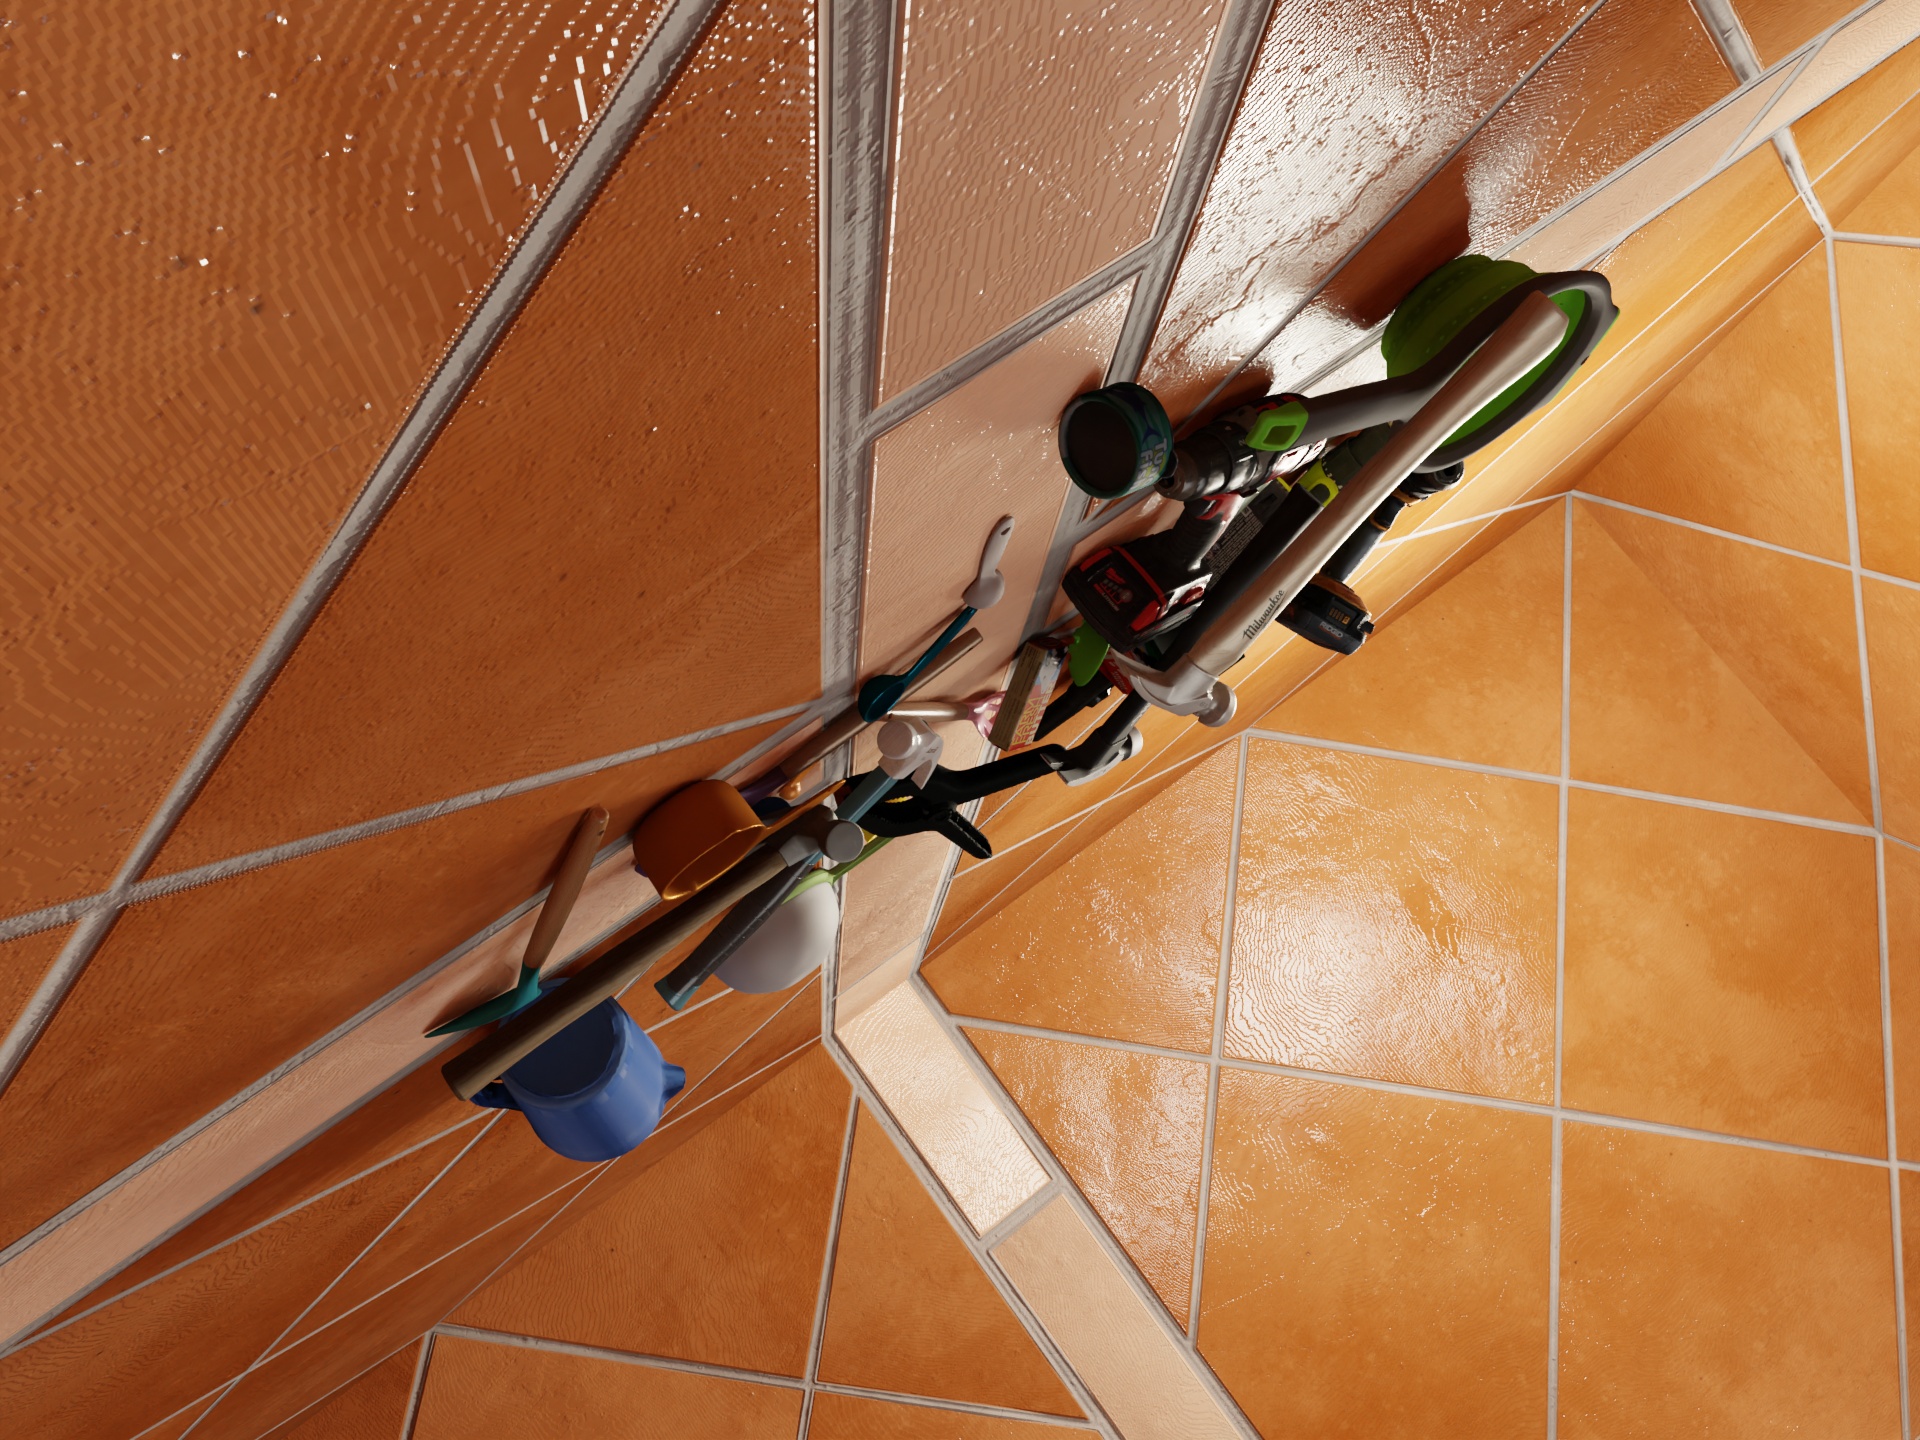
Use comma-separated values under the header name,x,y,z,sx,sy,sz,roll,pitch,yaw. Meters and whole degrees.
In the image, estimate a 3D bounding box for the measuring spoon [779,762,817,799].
name,x,y,z,sx,sy,sz,roll,pitch,yaw
measuring spoon,-0.108,0.029,1.258,0.117,0.011,0.021,-46,166,33

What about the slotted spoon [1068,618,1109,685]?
name,x,y,z,sx,sy,sz,roll,pitch,yaw
slotted spoon,0.113,-0.059,1.461,0.313,0.031,0.070,44,65,-87

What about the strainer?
name,x,y,z,sx,sy,sz,roll,pitch,yaw
strainer,-0.121,0.177,1.474,0.256,0.069,0.151,-36,168,-5

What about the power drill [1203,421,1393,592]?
name,x,y,z,sx,sy,sz,roll,pitch,yaw
power drill,0.314,-0.198,1.492,0.228,0.080,0.190,-29,167,-47

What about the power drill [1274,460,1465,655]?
name,x,y,z,sx,sy,sz,roll,pitch,yaw
power drill,0.410,-0.181,1.585,0.226,0.084,0.185,-60,-170,4

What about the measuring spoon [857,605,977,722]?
name,x,y,z,sx,sy,sz,roll,pitch,yaw
measuring spoon,-0.032,-0.051,1.182,0.128,0.021,0.042,-46,165,-3

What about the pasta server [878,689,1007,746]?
name,x,y,z,sx,sy,sz,roll,pitch,yaw
pasta server,-0.002,-0.004,1.385,0.060,0.040,0.316,-66,161,9

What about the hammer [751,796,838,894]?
name,x,y,z,sx,sy,sz,roll,pitch,yaw
hammer,-0.175,0.145,1.450,0.144,0.035,0.405,-35,168,-15

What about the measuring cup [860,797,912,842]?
name,x,y,z,sx,sy,sz,roll,pitch,yaw
measuring cup,-0.062,0.076,1.577,0.062,0.029,0.156,-43,179,24

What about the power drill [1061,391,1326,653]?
name,x,y,z,sx,sy,sz,roll,pitch,yaw
power drill,0.171,-0.154,1.237,0.188,0.080,0.226,-27,161,-43

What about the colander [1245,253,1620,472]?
name,x,y,z,sx,sy,sz,roll,pitch,yaw
colander,0.342,-0.281,1.227,0.397,0.095,0.204,-19,152,-34

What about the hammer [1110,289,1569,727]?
name,x,y,z,sx,sy,sz,roll,pitch,yaw
hammer,0.286,-0.159,1.198,0.410,0.038,0.146,-48,142,19

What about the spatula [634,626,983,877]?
name,x,y,z,sx,sy,sz,roll,pitch,yaw
spatula,-0.113,0.024,1.206,0.316,0.018,0.059,-35,164,-6

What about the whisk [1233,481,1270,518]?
name,x,y,z,sx,sy,sz,roll,pitch,yaw
whisk,0.212,-0.166,1.385,0.246,0.058,0.059,-46,137,17

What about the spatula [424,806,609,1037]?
name,x,y,z,sx,sy,sz,roll,pitch,yaw
spatula,-0.302,0.148,1.120,0.082,0.044,0.317,-26,159,-44

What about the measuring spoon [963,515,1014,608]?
name,x,y,z,sx,sy,sz,roll,pitch,yaw
measuring spoon,0.026,-0.108,1.114,0.034,0.018,0.124,-34,167,-18

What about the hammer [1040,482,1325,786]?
name,x,y,z,sx,sy,sz,roll,pitch,yaw
hammer,0.187,-0.065,1.315,0.146,0.035,0.334,-22,155,-51

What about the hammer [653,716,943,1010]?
name,x,y,z,sx,sy,sz,roll,pitch,yaw
hammer,-0.136,0.120,1.298,0.331,0.033,0.128,-45,168,12

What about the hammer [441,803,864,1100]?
name,x,y,z,sx,sy,sz,roll,pitch,yaw
hammer,-0.227,0.162,1.157,0.331,0.031,0.130,-35,-160,-19

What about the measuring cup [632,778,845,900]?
name,x,y,z,sx,sy,sz,roll,pitch,yaw
measuring cup,-0.159,0.064,1.149,0.173,0.052,0.095,-31,167,-38
